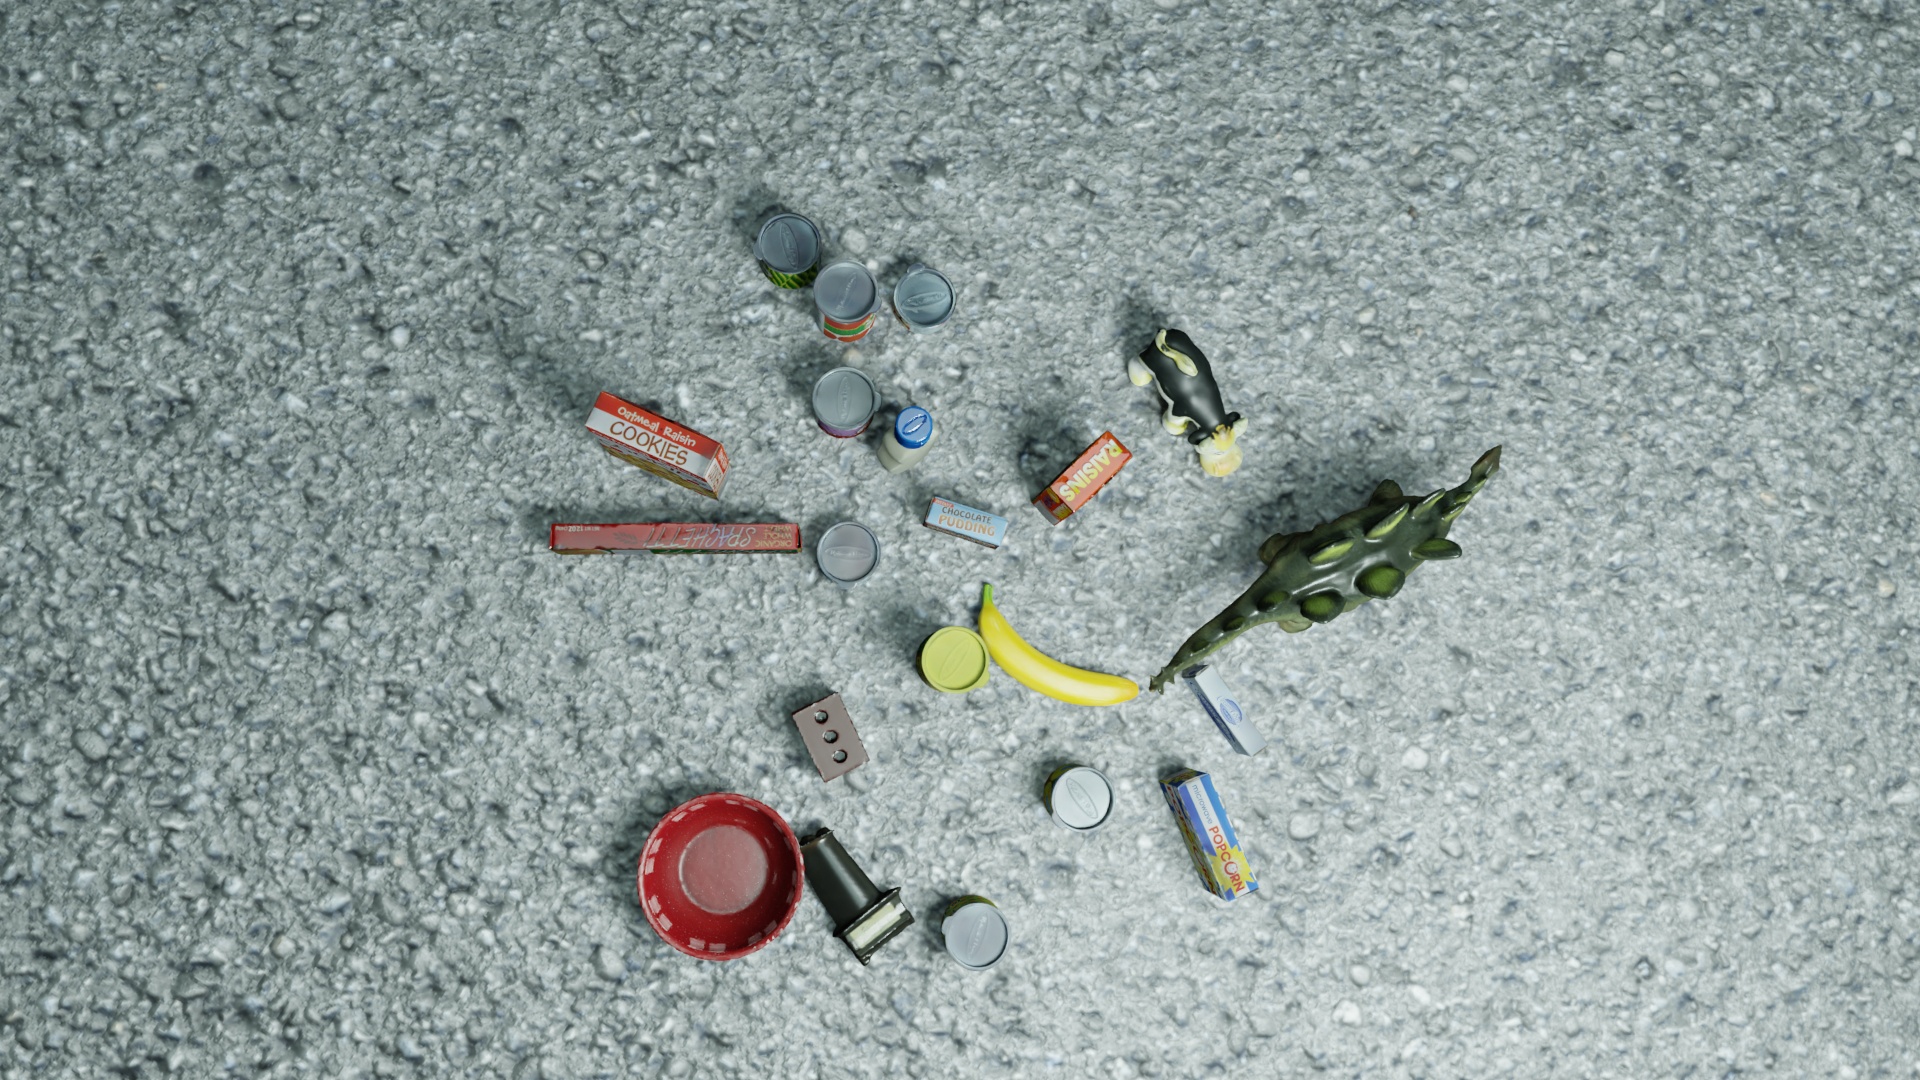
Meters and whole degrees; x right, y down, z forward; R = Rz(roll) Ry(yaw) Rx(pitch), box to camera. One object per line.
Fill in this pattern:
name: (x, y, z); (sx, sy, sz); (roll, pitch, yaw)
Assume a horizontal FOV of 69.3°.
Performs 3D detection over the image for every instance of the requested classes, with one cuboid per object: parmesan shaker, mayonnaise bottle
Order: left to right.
mayonnaise bottle: (-0.051, -0.104, 1.400); (0.065, 0.148, 0.041); (-37, 89, -8)
parmesan shaker: (-0.008, 0.123, 1.400); (0.071, 0.103, 0.071); (1, 84, -6)

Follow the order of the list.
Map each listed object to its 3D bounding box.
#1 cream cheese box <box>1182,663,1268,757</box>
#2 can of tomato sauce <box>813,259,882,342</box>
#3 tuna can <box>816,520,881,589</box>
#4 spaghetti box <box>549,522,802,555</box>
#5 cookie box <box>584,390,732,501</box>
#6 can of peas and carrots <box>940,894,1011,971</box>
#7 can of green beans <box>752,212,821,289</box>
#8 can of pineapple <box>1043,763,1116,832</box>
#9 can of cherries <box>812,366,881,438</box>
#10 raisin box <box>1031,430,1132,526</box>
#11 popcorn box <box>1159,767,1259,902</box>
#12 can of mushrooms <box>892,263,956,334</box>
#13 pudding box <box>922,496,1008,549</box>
cream cheese box: (0.275, 0.177, 1.448); (0.024, 0.053, 0.104); (-35, 88, -8)
can of tomato sauce: (-0.117, -0.247, 1.444); (0.071, 0.083, 0.071); (1, 84, -6)
tuna can: (-0.116, 0.017, 1.437); (0.071, 0.033, 0.071); (1, 83, -6)
spaghetti box: (-0.286, -0.001, 1.413); (0.250, 0.050, 0.028); (0, 84, -6)
cookie box: (-0.292, -0.090, 1.364); (0.123, 0.167, 0.040); (24, 82, -3)
can of peas and carrots: (0.012, 0.392, 1.393); (0.071, 0.058, 0.071); (1, 83, -6)
can of green beans: (-0.179, -0.303, 1.457); (0.071, 0.057, 0.071); (1, 83, -6)
can of pineapple: (0.119, 0.263, 1.420); (0.071, 0.058, 0.071); (1, 83, -6)
can of cherries: (-0.118, -0.141, 1.443); (0.071, 0.058, 0.071); (1, 83, -6)
raisin box: (0.123, -0.062, 1.426); (0.086, 0.123, 0.040); (-43, 89, -9)
popcorn box: (0.252, 0.298, 1.415); (0.038, 0.085, 0.126); (-23, 86, -8)
can of mushrooms: (-0.039, -0.257, 1.478); (0.071, 0.033, 0.071); (1, 83, -6)
pudding box: (0.005, -0.018, 1.446); (0.084, 0.049, 0.030); (18, 82, -4)
